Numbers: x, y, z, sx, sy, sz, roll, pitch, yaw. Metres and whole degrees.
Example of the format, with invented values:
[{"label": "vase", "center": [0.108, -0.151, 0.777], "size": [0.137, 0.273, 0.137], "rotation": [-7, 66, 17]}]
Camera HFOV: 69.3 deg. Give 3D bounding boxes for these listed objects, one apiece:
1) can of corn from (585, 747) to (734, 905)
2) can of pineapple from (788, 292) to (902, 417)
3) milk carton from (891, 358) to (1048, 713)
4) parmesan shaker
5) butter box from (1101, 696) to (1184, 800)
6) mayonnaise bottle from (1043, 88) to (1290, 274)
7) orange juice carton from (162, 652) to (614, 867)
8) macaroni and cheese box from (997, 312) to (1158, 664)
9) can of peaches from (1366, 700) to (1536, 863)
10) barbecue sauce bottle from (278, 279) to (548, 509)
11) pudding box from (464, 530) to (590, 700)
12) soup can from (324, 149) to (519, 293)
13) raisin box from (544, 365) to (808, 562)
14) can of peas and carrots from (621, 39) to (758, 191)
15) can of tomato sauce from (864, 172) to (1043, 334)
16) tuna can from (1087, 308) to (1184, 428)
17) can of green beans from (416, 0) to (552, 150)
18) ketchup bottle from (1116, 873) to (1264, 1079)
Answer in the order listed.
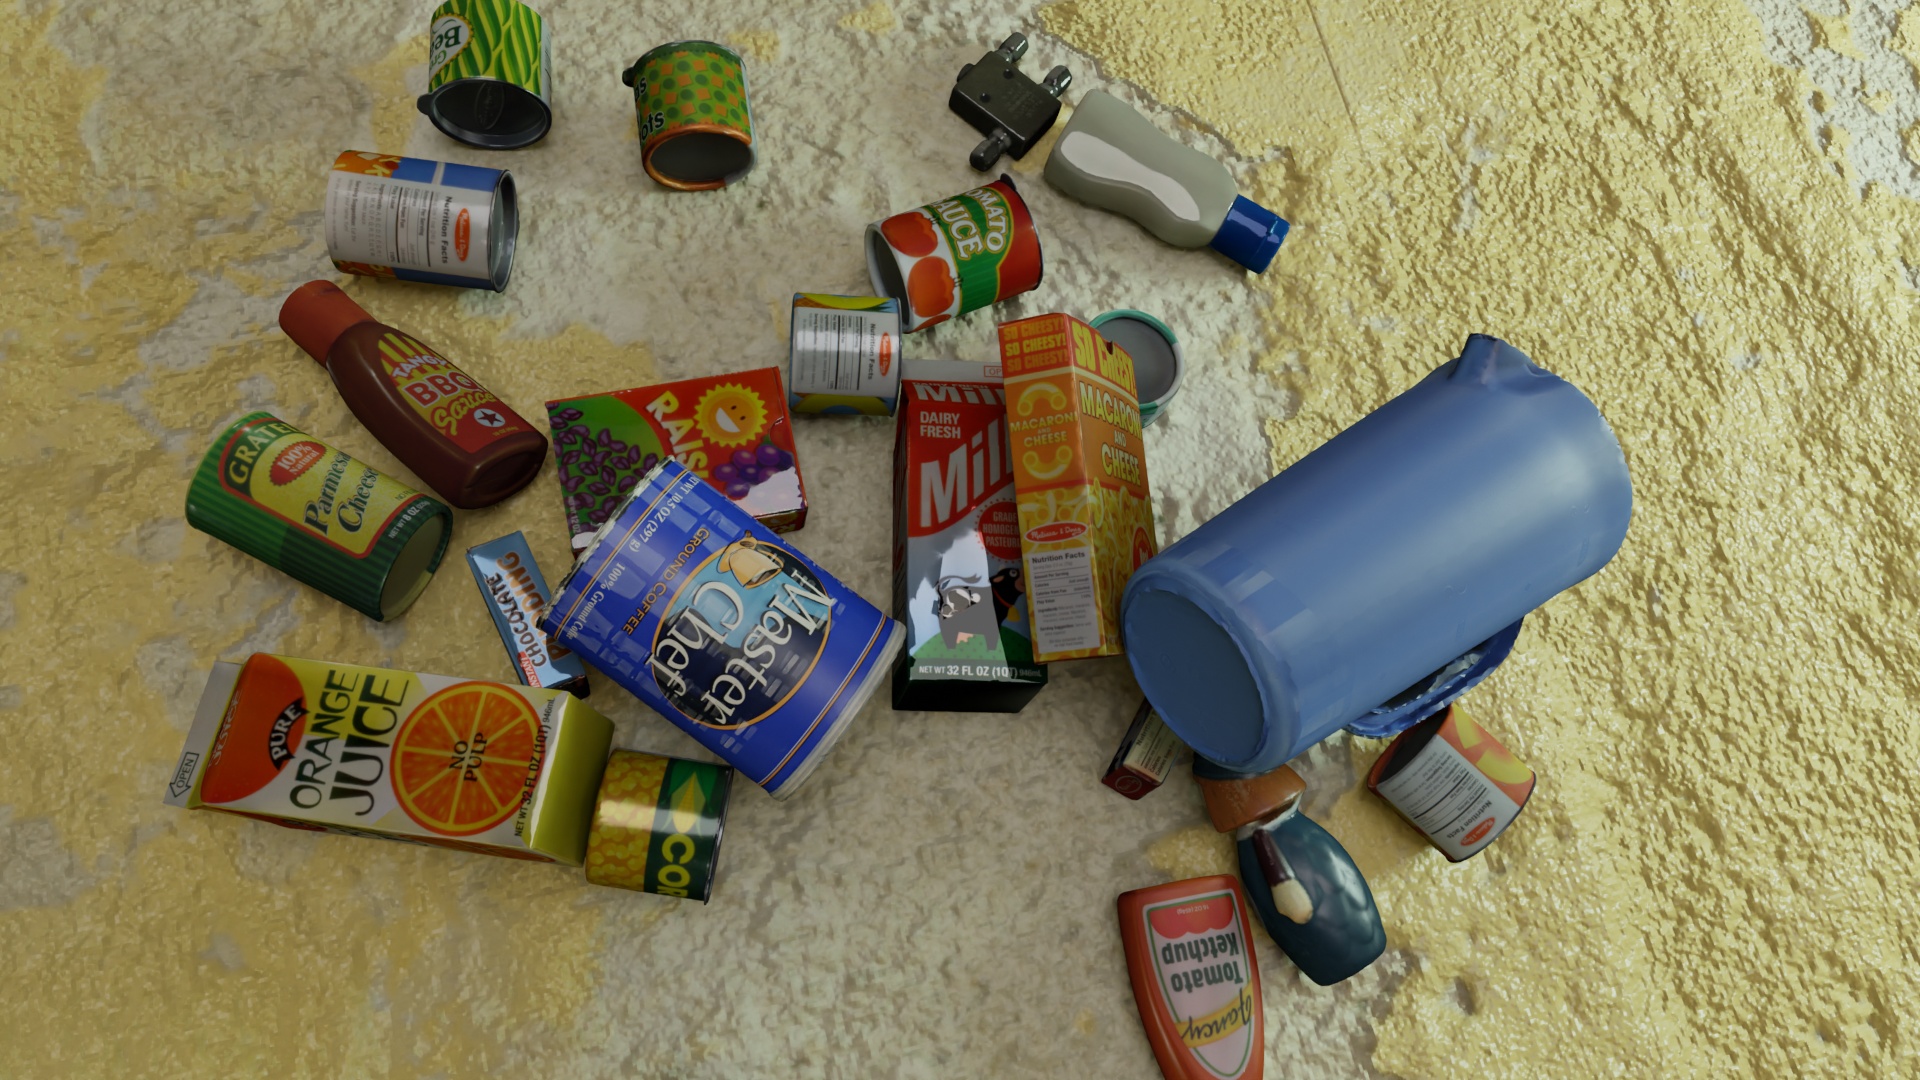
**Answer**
[{"label": "can of corn", "center": [-0.143, 0.138, 0.664], "size": [0.058, 0.071, 0.071], "rotation": [10, 70, -6]}, {"label": "can of pineapple", "center": [-0.064, -0.102, 0.763], "size": [0.058, 0.070, 0.071], "rotation": [2, 71, -9]}, {"label": "milk carton", "center": [0.003, -0.009, 0.738], "size": [0.072, 0.073, 0.191], "rotation": [2, 71, -9]}, {"label": "parmesan shaker", "center": [-0.313, -0.013, 0.688], "size": [0.103, 0.071, 0.071], "rotation": [27, 69, -1]}, {"label": "butter box", "center": [0.113, 0.086, 0.737], "size": [0.024, 0.053, 0.104], "rotation": [31, 69, 3]}, {"label": "mayonnaise bottle", "center": [0.128, -0.214, 0.848], "size": [0.148, 0.041, 0.065], "rotation": [30, 71, 0]}, {"label": "orange juice carton", "center": [-0.268, 0.100, 0.641], "size": [0.193, 0.072, 0.072], "rotation": [6, 71, 6]}, {"label": "macaroni and cheese box", "center": [0.066, -0.023, 0.713], "size": [0.040, 0.124, 0.166], "rotation": [-8, 84, 22]}, {"label": "can of peaches", "center": [0.262, 0.128, 0.744], "size": [0.058, 0.071, 0.071], "rotation": [42, 70, 5]}, {"label": "barbecue sauce bottle", "center": [-0.288, -0.078, 0.719], "size": [0.149, 0.043, 0.065], "rotation": [38, 29, 10]}, {"label": "pudding box", "center": [-0.216, 0.042, 0.694], "size": [0.030, 0.049, 0.084], "rotation": [-24, 77, -18]}, {"label": "soup can", "center": [-0.287, -0.172, 0.747], "size": [0.084, 0.071, 0.071], "rotation": [6, 71, -7]}, {"label": "raisin box", "center": [-0.150, -0.040, 0.739], "size": [0.123, 0.040, 0.086], "rotation": [-10, 73, -14]}, {"label": "can of peas and carrots", "center": [-0.154, -0.241, 0.792], "size": [0.071, 0.070, 0.059], "rotation": [-7, 74, -12]}, {"label": "can of tomato sauce", "center": [-0.005, -0.163, 0.790], "size": [0.083, 0.071, 0.071], "rotation": [-22, 77, -16]}, {"label": "tuna can", "center": [0.093, -0.100, 0.806], "size": [0.071, 0.032, 0.071], "rotation": [3, 71, -10]}, {"label": "can of green beans", "center": [-0.264, -0.263, 0.780], "size": [0.071, 0.071, 0.058], "rotation": [-2, 72, -11]}, {"label": "ketchup bottle", "center": [0.122, 0.245, 0.690], "size": [0.065, 0.043, 0.149], "rotation": [-6, 73, -12]}]
